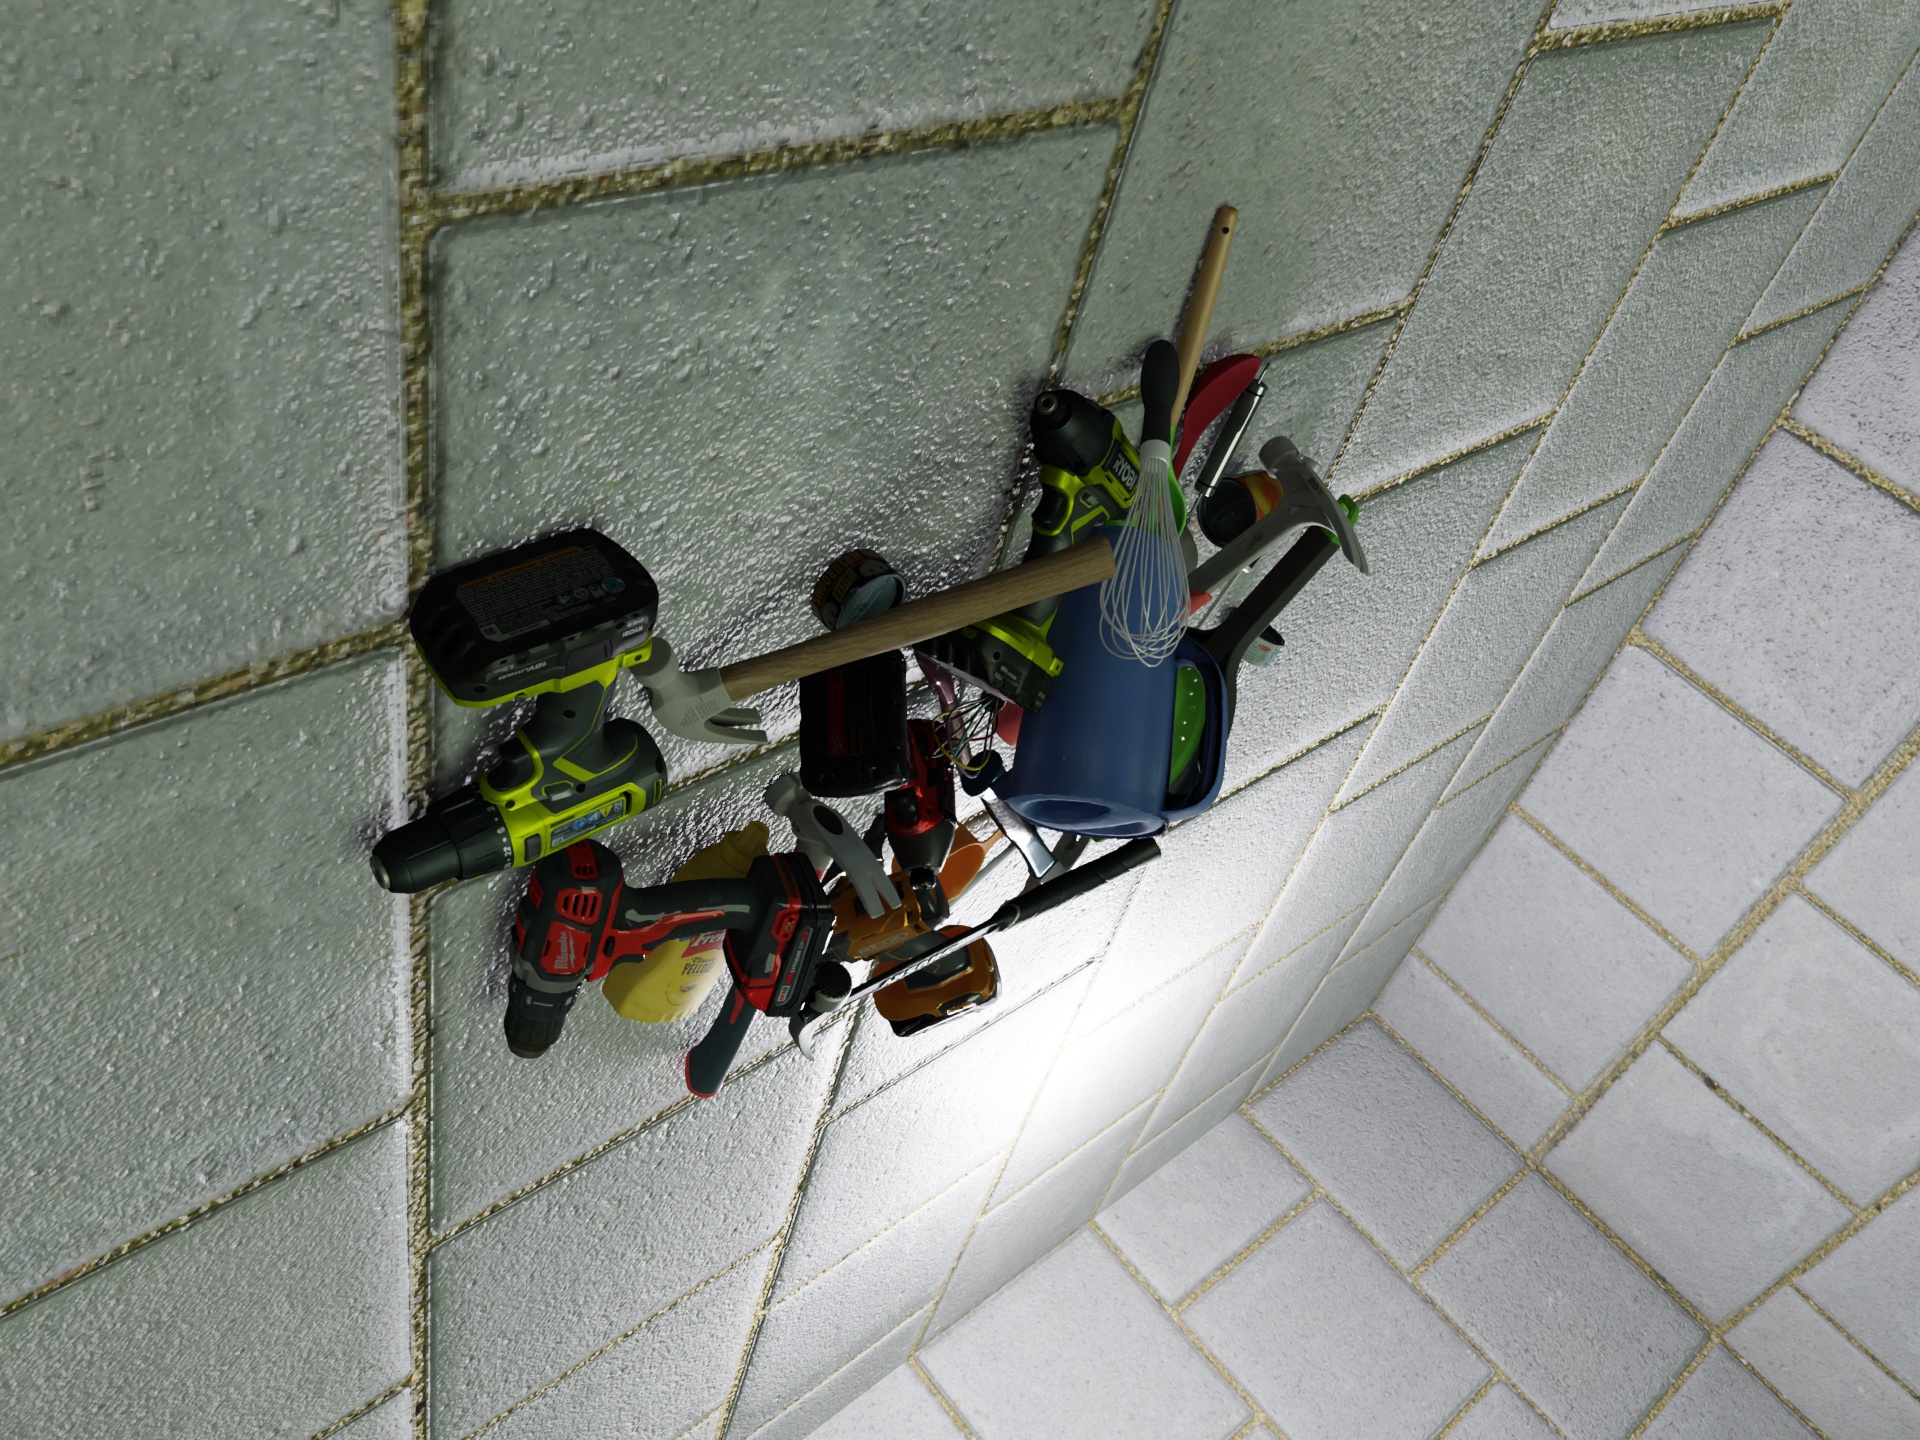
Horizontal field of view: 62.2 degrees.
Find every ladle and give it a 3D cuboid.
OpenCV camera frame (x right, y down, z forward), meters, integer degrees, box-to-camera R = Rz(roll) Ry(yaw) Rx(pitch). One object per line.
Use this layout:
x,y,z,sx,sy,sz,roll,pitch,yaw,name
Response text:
0.173,-0.188,1.381,0.069,0.031,0.315,-19,145,-42,ladle

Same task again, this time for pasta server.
-0.002,-0.004,1.375,0.060,0.040,0.316,-52,158,-19,pasta server

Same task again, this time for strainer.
0.215,-0.199,1.410,0.258,0.050,0.087,-65,168,27,strainer

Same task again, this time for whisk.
0.019,-0.013,1.298,0.245,0.047,0.051,-54,158,-68,whisk
0.140,-0.167,1.162,0.070,0.070,0.285,73,21,-61,whisk

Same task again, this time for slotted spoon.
0.174,-0.260,1.268,0.031,0.070,0.313,-83,-176,-48,slotted spoon

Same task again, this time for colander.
0.201,-0.064,1.453,0.094,0.205,0.397,25,117,-30,colander

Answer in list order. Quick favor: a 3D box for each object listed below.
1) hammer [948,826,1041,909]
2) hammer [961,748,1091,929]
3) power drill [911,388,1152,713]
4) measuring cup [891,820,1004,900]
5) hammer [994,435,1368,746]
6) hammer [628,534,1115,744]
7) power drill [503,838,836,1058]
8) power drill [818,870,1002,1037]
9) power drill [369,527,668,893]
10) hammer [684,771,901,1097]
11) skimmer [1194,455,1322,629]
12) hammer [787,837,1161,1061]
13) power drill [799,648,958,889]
0.085,0.109,1.665,0.405,0.035,0.144,-41,153,-9,hammer
0.056,0.104,1.506,0.128,0.033,0.330,-45,154,-7,hammer
0.057,-0.131,1.196,0.223,0.080,0.171,-64,153,-2,power drill
0.006,0.106,1.532,0.173,0.052,0.095,-42,154,-12,measuring cup
0.174,-0.082,1.372,0.359,0.149,0.036,-38,145,22,hammer
-0.052,-0.059,1.094,0.331,0.031,0.130,-19,151,-1,hammer
-0.226,0.176,1.192,0.226,0.080,0.187,5,122,-29,power drill
-0.074,0.223,1.486,0.185,0.084,0.226,-22,145,10,power drill
-0.268,0.007,0.964,0.190,0.080,0.228,-25,149,-32,power drill
-0.163,0.222,1.370,0.038,0.143,0.386,-19,148,-42,hammer
0.267,-0.087,1.573,0.363,0.090,0.127,-56,-169,8,skimmer
0.023,0.184,1.390,0.409,0.036,0.149,-22,156,-33,hammer
-0.054,0.040,1.250,0.078,0.143,0.219,-8,155,12,power drill
